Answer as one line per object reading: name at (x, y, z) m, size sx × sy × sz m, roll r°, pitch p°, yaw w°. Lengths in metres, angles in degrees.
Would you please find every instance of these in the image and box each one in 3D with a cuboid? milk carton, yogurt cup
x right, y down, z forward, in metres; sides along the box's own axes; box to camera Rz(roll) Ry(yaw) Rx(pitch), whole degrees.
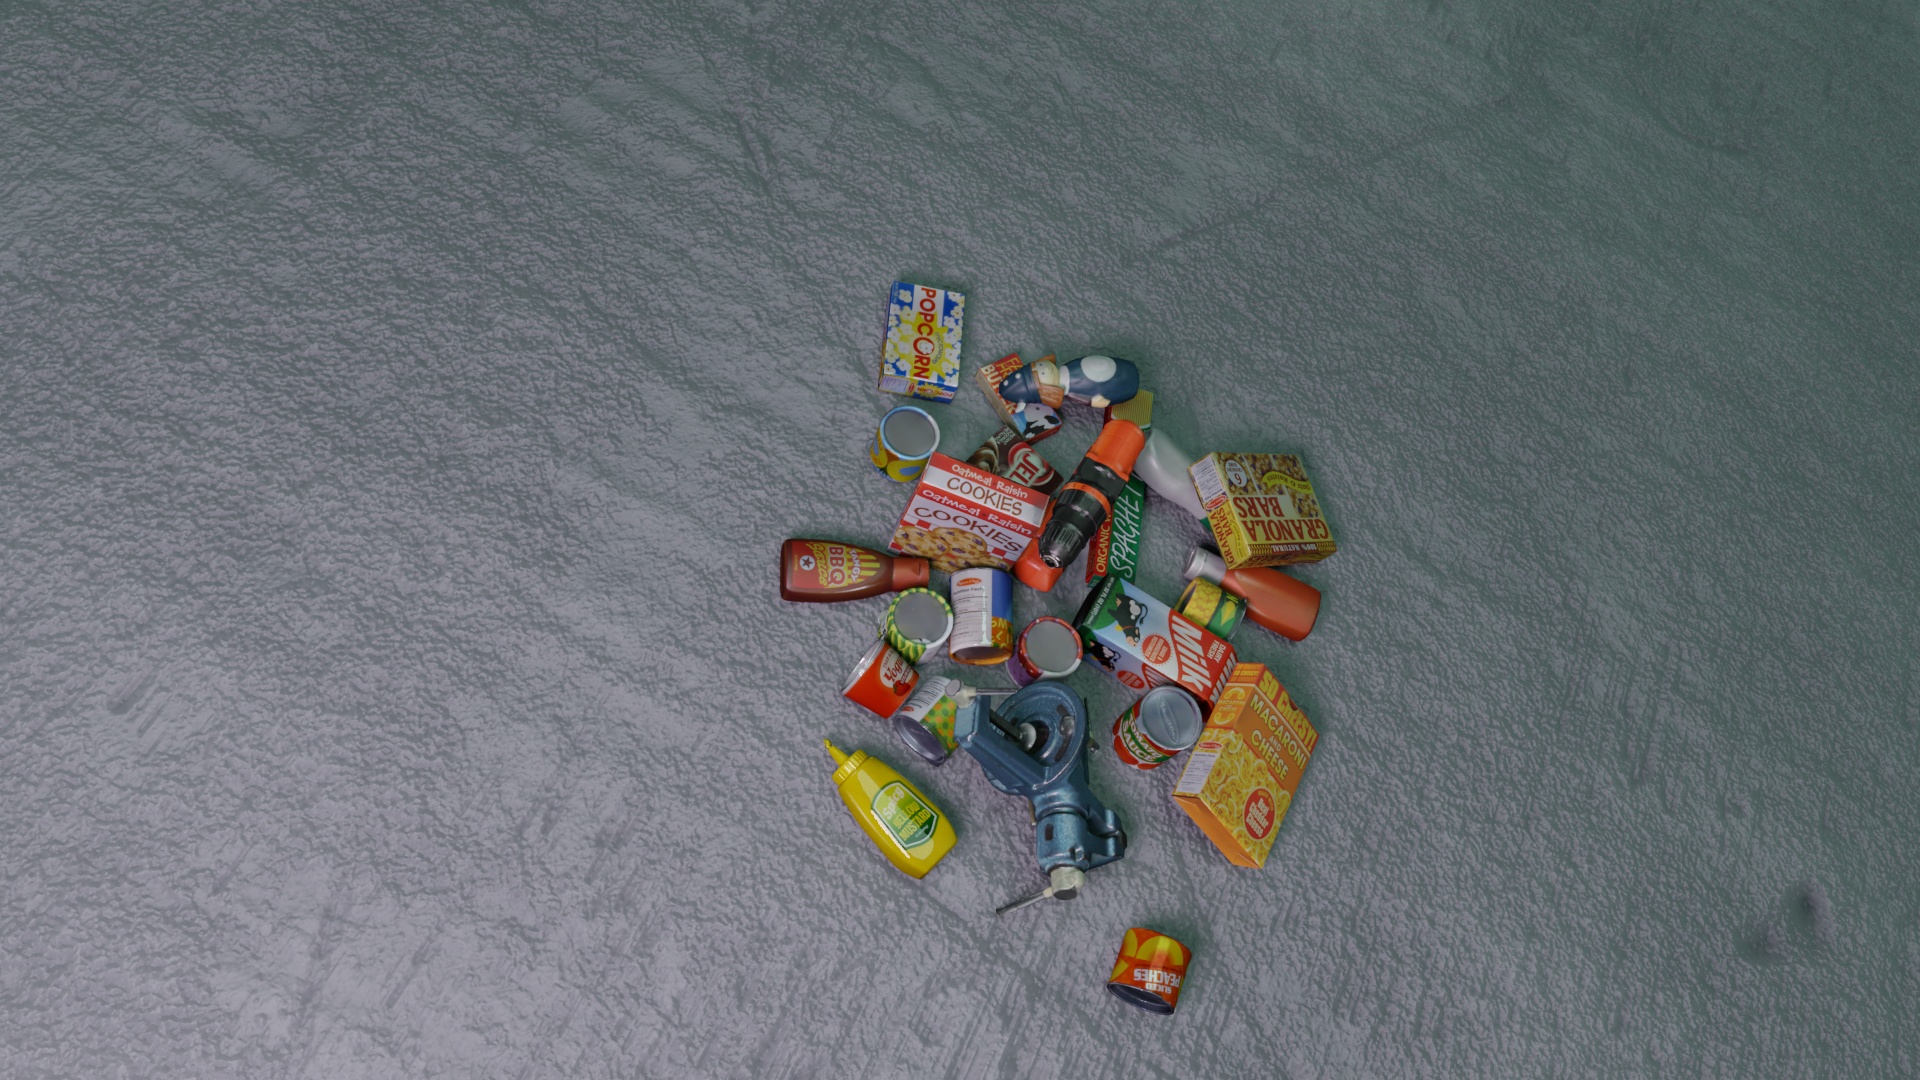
milk carton at (0.210, 0.120, 1.443) m, size 0.190 × 0.073 × 0.072 m, roll 31°, pitch 62°, yaw -1°
yogurt cup at (-0.077, 0.138, 1.362) m, size 0.054 × 0.072 × 0.073 m, roll 38°, pitch 62°, yaw -6°

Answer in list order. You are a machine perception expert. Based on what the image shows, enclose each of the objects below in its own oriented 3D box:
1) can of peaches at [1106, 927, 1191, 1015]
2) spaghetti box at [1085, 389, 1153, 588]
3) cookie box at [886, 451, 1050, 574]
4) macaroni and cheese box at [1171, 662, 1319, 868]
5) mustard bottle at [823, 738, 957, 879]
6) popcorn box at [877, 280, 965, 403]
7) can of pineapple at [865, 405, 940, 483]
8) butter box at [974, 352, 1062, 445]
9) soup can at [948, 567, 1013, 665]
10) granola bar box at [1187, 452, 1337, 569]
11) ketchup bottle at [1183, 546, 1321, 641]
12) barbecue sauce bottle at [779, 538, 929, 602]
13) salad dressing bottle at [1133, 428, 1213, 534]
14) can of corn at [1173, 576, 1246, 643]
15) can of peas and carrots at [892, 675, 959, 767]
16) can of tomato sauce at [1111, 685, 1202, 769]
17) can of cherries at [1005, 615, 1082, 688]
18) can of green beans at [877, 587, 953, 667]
can of peaches at (0.179, 0.404, 1.305) m, size 0.071 × 0.071 × 0.058 m, roll 27°, pitch 61°, yaw -2°
spaghetti box at (0.178, -0.060, 1.542) m, size 0.050 × 0.028 × 0.251 m, roll 13°, pitch 63°, yaw -8°
cookie box at (0.005, -0.018, 1.396) m, size 0.123 × 0.166 × 0.040 m, roll 21°, pitch 62°, yaw -6°
macaroni and cheese box at (0.293, 0.226, 1.405) m, size 0.123 × 0.040 × 0.167 m, roll 49°, pitch 58°, yaw -27°
mustard bottle at (-0.076, 0.247, 1.319) m, size 0.160 × 0.048 × 0.065 m, roll 44°, pitch 61°, yaw 7°
popcorn box at (-0.043, -0.222, 1.549) m, size 0.085 × 0.038 × 0.127 m, roll 10°, pitch 64°, yaw -12°
can of pineapple at (-0.061, -0.102, 1.478) m, size 0.071 × 0.057 × 0.071 m, roll 6°, pitch 65°, yaw -13°
butter box at (0.065, -0.157, 1.557) m, size 0.053 × 0.024 × 0.103 m, roll -26°, pitch 75°, yaw -24°
soup can at (0.022, 0.079, 1.416) m, size 0.071 × 0.071 × 0.084 m, roll 6°, pitch 66°, yaw -13°
granola bar box at (0.334, -0.034, 1.531) m, size 0.166 × 0.039 × 0.124 m, roll -2°, pitch 66°, yaw -42°
ketchup bottle at (0.318, 0.053, 1.520) m, size 0.149 × 0.043 × 0.065 m, roll 25°, pitch 60°, yaw -3°
barbecue sauce bottle at (-0.107, 0.033, 1.412) m, size 0.149 × 0.043 × 0.065 m, roll 3°, pitch 65°, yaw -15°
salad dressing bottle at (0.249, -0.060, 1.534) m, size 0.147 × 0.043 × 0.064 m, roll 42°, pitch 43°, yaw -13°
can of corn at (0.263, 0.078, 1.480) m, size 0.058 × 0.071 × 0.071 m, roll 30°, pitch 62°, yaw 0°
can of peas and carrots at (-0.021, 0.177, 1.359) m, size 0.071 × 0.070 × 0.059 m, roll 41°, pitch 62°, yaw 5°
can of tomato sauce at (0.195, 0.191, 1.401) m, size 0.071 × 0.082 × 0.071 m, roll 6°, pitch 65°, yaw -13°
can of cherries at (0.084, 0.115, 1.419) m, size 0.071 × 0.058 × 0.072 m, roll 6°, pitch 65°, yaw -13°
can of green beans at (-0.046, 0.087, 1.396) m, size 0.071 × 0.057 × 0.071 m, roll 6°, pitch 65°, yaw -13°
